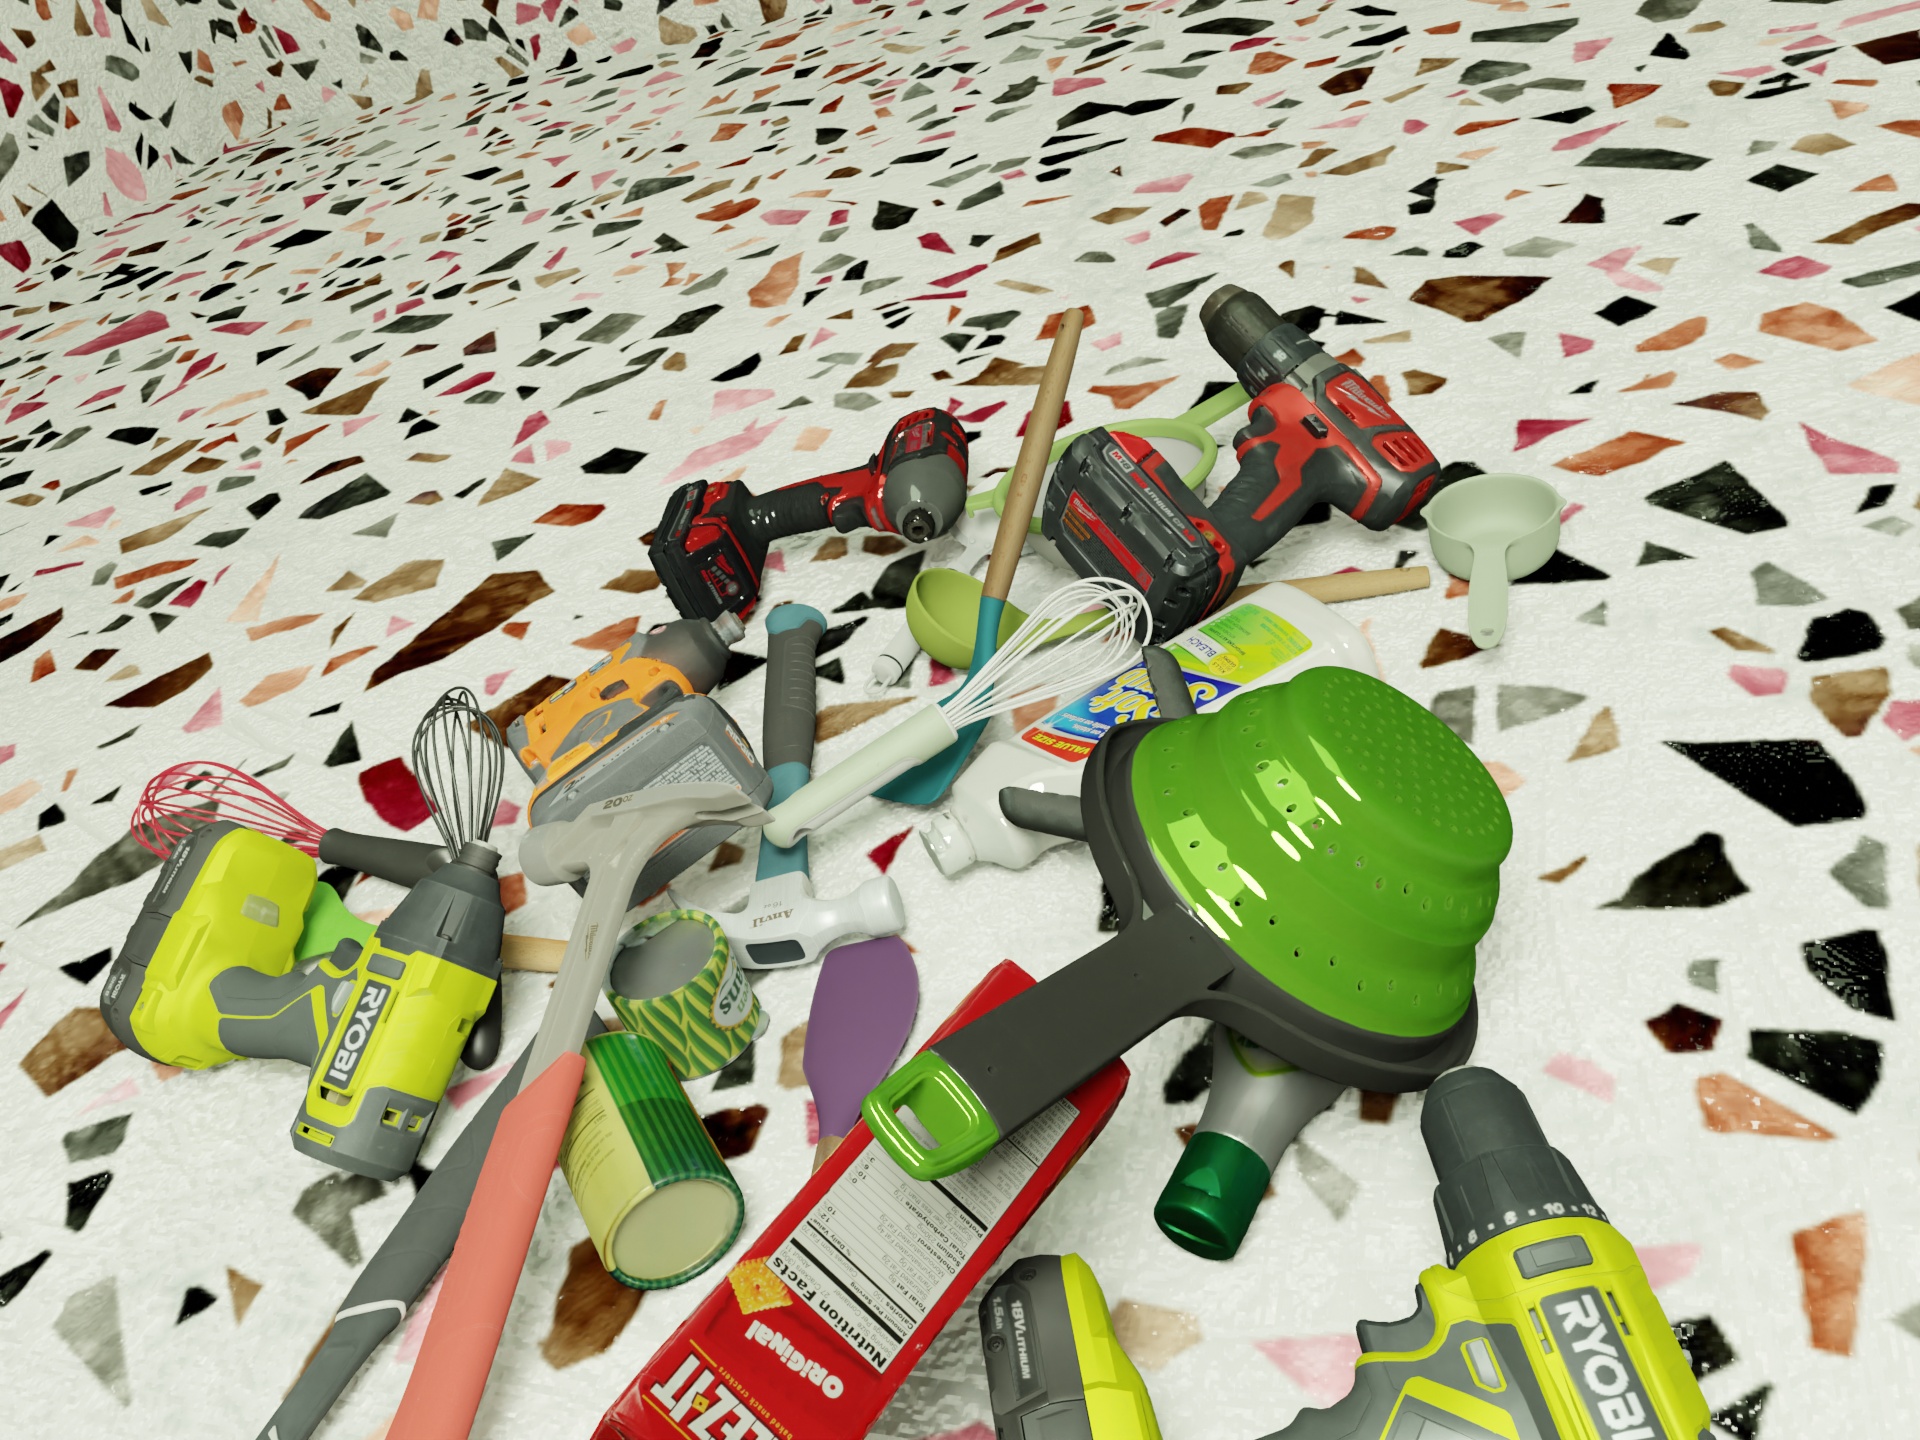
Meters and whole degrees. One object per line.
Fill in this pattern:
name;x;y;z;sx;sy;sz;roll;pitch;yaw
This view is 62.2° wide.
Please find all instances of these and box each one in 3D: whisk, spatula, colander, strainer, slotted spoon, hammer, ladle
whisk;-0.001;-0.003;0.869;0.246;0.057;0.059;-33;72;-6
spatula;-0.058;0.210;0.710;0.060;0.018;0.316;-13;35;15
spatula;0.019;-0.100;0.944;0.082;0.044;0.317;8;80;55
whisk;-0.415;0.077;1.013;0.296;0.073;0.073;9;43;23
whisk;-0.280;0.084;0.896;0.055;0.055;0.239;-16;59;3
colander;0.111;0.061;0.601;0.205;0.094;0.397;47;34;18
strainer;0.140;-0.165;1.078;0.256;0.069;0.152;-34;33;-27
strainer;0.002;-0.104;1.083;0.087;0.050;0.258;18;51;21
slotted spoon;-0.305;0.128;0.920;0.314;0.031;0.070;2;48;23
hammer;-0.276;0.280;0.701;0.149;0.036;0.409;2;40;28
hammer;-0.103;0.025;0.958;0.128;0.033;0.331;-16;35;7
ladle;0.123;-0.078;0.980;0.320;0.062;0.078;-7;35;12
hammer;-0.183;0.191;0.681;0.149;0.036;0.359;-12;51;34

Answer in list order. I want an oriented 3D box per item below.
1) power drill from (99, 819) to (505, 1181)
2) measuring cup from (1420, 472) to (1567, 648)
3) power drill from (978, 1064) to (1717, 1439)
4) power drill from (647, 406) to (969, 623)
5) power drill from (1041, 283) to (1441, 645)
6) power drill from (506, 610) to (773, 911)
power drill;-0.344;0.132;0.852;0.223;0.080;0.171;9;70;32
measuring cup;0.308;-0.083;0.922;0.083;0.038;0.168;-2;41;22
power drill;0.128;0.224;0.552;0.228;0.080;0.191;-14;43;3
power drill;-0.099;-0.140;1.112;0.219;0.078;0.143;-18;33;14
power drill;0.156;-0.163;0.953;0.226;0.080;0.188;-30;71;-26
power drill;-0.182;0.008;0.934;0.164;0.084;0.227;-37;25;-4
